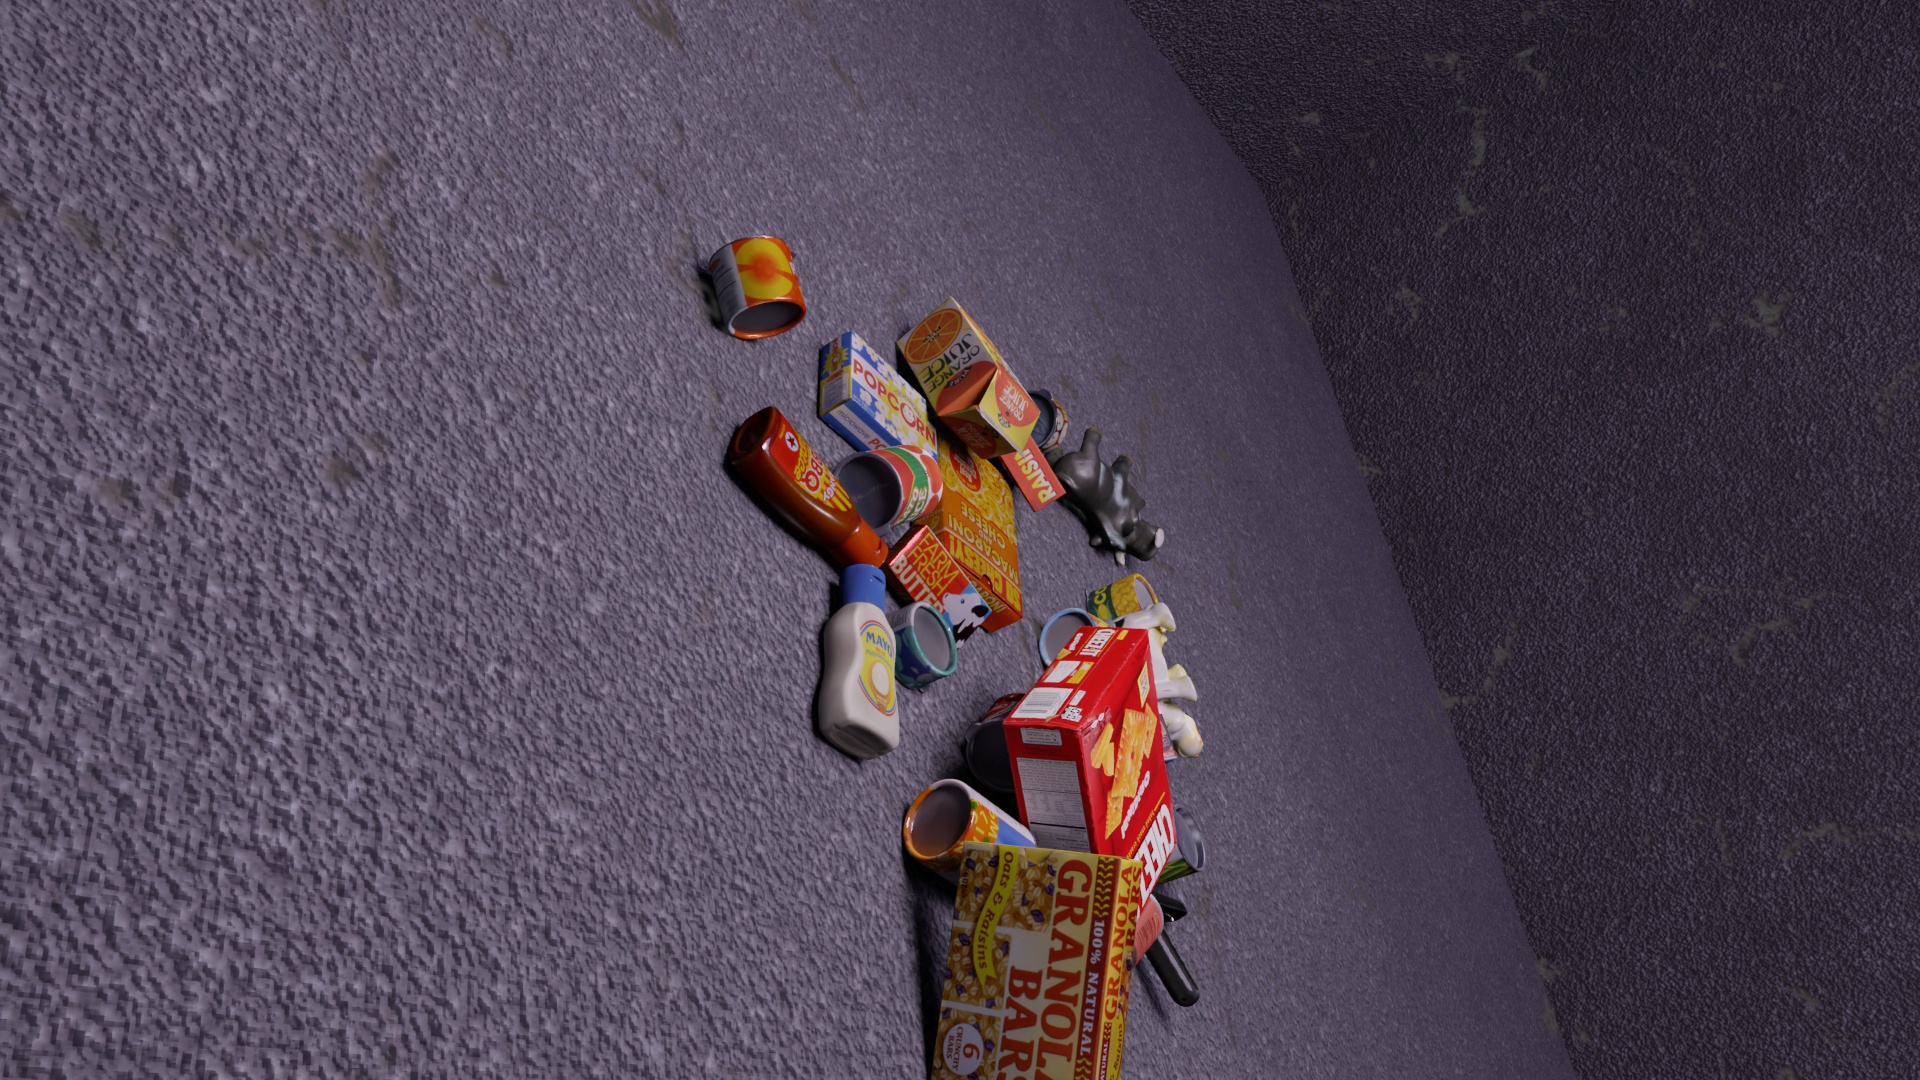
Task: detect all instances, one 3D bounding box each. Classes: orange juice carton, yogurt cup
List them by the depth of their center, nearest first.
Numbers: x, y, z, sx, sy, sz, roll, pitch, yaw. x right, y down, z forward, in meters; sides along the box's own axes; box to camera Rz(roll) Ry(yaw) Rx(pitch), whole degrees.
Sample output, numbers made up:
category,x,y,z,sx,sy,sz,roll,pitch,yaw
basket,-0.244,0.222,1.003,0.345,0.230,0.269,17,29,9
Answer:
category,x,y,z,sx,sy,sz,roll,pitch,yaw
yogurt cup,0.133,0.331,1.182,0.072,0.072,0.054,61,33,-8
orange juice carton,0.011,-0.144,1.300,0.071,0.073,0.193,44,12,-38

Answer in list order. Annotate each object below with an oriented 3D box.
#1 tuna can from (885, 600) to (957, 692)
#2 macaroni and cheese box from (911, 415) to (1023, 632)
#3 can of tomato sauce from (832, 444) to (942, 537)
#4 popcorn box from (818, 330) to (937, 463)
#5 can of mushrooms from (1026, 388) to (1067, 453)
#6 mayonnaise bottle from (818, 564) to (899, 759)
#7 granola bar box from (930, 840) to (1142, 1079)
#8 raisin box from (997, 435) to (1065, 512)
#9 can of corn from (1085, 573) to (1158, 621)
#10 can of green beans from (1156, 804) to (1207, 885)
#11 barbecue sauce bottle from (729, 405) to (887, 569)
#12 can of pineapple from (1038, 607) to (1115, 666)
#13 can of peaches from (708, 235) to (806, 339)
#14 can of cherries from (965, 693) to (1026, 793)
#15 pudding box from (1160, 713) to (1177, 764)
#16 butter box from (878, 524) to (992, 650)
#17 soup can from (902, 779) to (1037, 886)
category,x,y,z,sx,sy,sz,roll,pitch,yaw
tuna can,-0.032,0.086,1.121,0.071,0.032,0.071,44,32,-36
macaroni and cheese box,0.005,-0.016,1.278,0.123,0.040,0.167,40,33,-41
can of tomato sauce,-0.059,-0.042,1.147,0.071,0.071,0.083,66,24,2
popcorn box,-0.072,-0.113,1.222,0.126,0.038,0.085,41,32,-40
can of mushrooms,0.081,-0.129,1.497,0.033,0.071,0.071,12,56,-62
mayonnaise bottle,-0.074,0.085,1.030,0.064,0.041,0.149,40,35,-39
granola bar box,0.050,0.290,0.926,0.039,0.124,0.166,30,63,-52
raisin box,0.058,-0.085,1.398,0.086,0.040,0.123,58,2,-17
can of corn,0.178,0.074,1.510,0.071,0.058,0.071,45,31,-37
can of green beans,0.196,0.296,1.342,0.071,0.057,0.071,44,31,-37
barbecue sauce bottle,-0.113,-0.031,1.061,0.148,0.043,0.065,50,28,-30
can of pineapple,0.119,0.103,1.359,0.058,0.071,0.071,31,41,-50
can of peaches,-0.158,-0.199,1.098,0.071,0.071,0.058,13,56,-59
can of cherries,0.043,0.166,1.156,0.071,0.071,0.058,61,25,-8
pudding box,0.168,0.202,1.368,0.084,0.030,0.050,-3,67,-34
butter box,-0.022,0.040,1.165,0.053,0.024,0.103,-48,116,-24
soup can,0.006,0.226,1.030,0.083,0.071,0.072,42,33,-38
